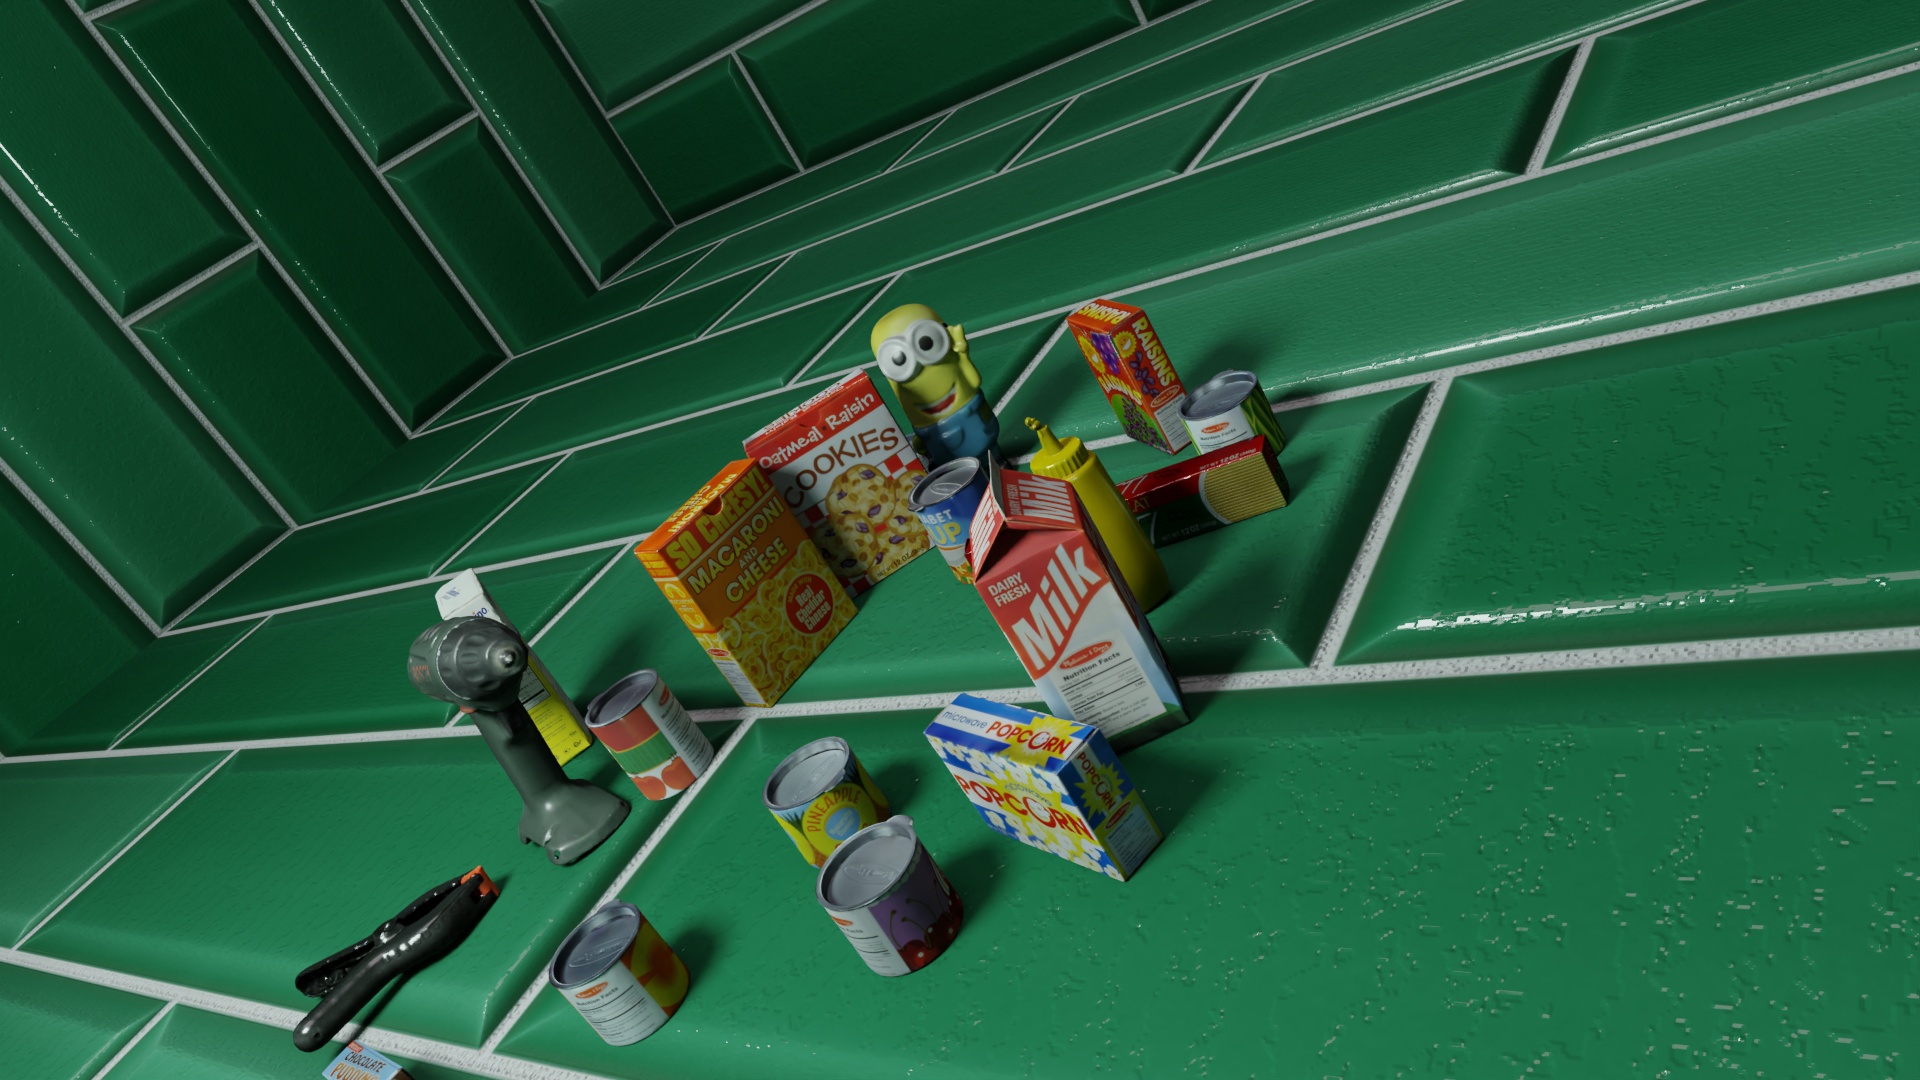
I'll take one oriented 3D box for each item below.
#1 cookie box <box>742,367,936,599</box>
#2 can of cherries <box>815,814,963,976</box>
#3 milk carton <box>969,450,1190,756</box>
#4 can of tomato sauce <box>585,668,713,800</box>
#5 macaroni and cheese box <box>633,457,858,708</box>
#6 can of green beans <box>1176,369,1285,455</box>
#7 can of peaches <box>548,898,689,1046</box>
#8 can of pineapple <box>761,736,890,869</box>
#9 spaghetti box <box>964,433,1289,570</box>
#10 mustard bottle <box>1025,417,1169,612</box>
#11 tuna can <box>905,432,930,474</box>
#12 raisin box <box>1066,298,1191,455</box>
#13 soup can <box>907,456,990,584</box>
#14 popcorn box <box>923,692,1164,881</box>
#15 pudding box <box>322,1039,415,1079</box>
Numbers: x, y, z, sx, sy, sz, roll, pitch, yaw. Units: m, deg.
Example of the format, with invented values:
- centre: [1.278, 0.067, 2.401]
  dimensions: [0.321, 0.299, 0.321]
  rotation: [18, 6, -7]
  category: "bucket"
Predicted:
- centre: [-0.093, -0.047, 1.209]
  dimensions: [0.123, 0.167, 0.040]
  rotation: [-33, 24, -3]
  category: "cookie box"
- centre: [-0.038, 0.203, 0.793]
  dimensions: [0.071, 0.058, 0.072]
  rotation: [-26, 24, 13]
  category: "can of cherries"
- centre: [0.062, 0.036, 0.837]
  dimensions: [0.073, 0.190, 0.072]
  rotation: [-27, 24, 10]
  category: "milk carton"
- centre: [-0.247, 0.155, 1.100]
  dimensions: [0.071, 0.083, 0.071]
  rotation: [-26, 24, 13]
  category: "can of tomato sauce"
- centre: [-0.171, 0.035, 1.142]
  dimensions: [0.040, 0.166, 0.124]
  rotation: [-4, 35, 46]
  category: "macaroni and cheese box"
- centre: [0.209, -0.089, 1.071]
  dimensions: [0.071, 0.057, 0.071]
  rotation: [-26, 24, 13]
  category: "can of green beans"
- centre: [-0.211, 0.269, 0.867]
  dimensions: [0.071, 0.058, 0.071]
  rotation: [-26, 24, 13]
  category: "can of peaches"
- centre: [-0.086, 0.173, 0.909]
  dimensions: [0.071, 0.057, 0.071]
  rotation: [-26, 24, 13]
  category: "can of pineapple"
- centre: [0.119, -0.014, 1.041]
  dimensions: [0.249, 0.050, 0.029]
  rotation: [-19, 26, 25]
  category: "spaghetti box"
- centre: [0.088, -0.021, 0.954]
  dimensions: [0.049, 0.159, 0.065]
  rotation: [-36, 24, -11]
  category: "mustard bottle"
- centre: [-0.055, -0.077, 1.388]
  dimensions: [0.071, 0.032, 0.071]
  rotation: [-25, 24, 13]
  category: "tuna can"
- centre: [0.145, -0.138, 1.160]
  dimensions: [0.040, 0.123, 0.086]
  rotation: [-35, 24, -7]
  category: "raisin box"
- centre: [0.004, -0.014, 1.134]
  dimensions: [0.071, 0.083, 0.072]
  rotation: [-26, 24, 13]
  category: "soup can"
- centre: [0.045, 0.137, 0.790]
  dimensions: [0.038, 0.085, 0.126]
  rotation: [-43, 26, -25]
  category: "popcorn box"
- centre: [-0.372, 0.356, 0.896]
  dimensions: [0.083, 0.049, 0.030]
  rotation: [-3, 36, 47]
  category: "pudding box"
